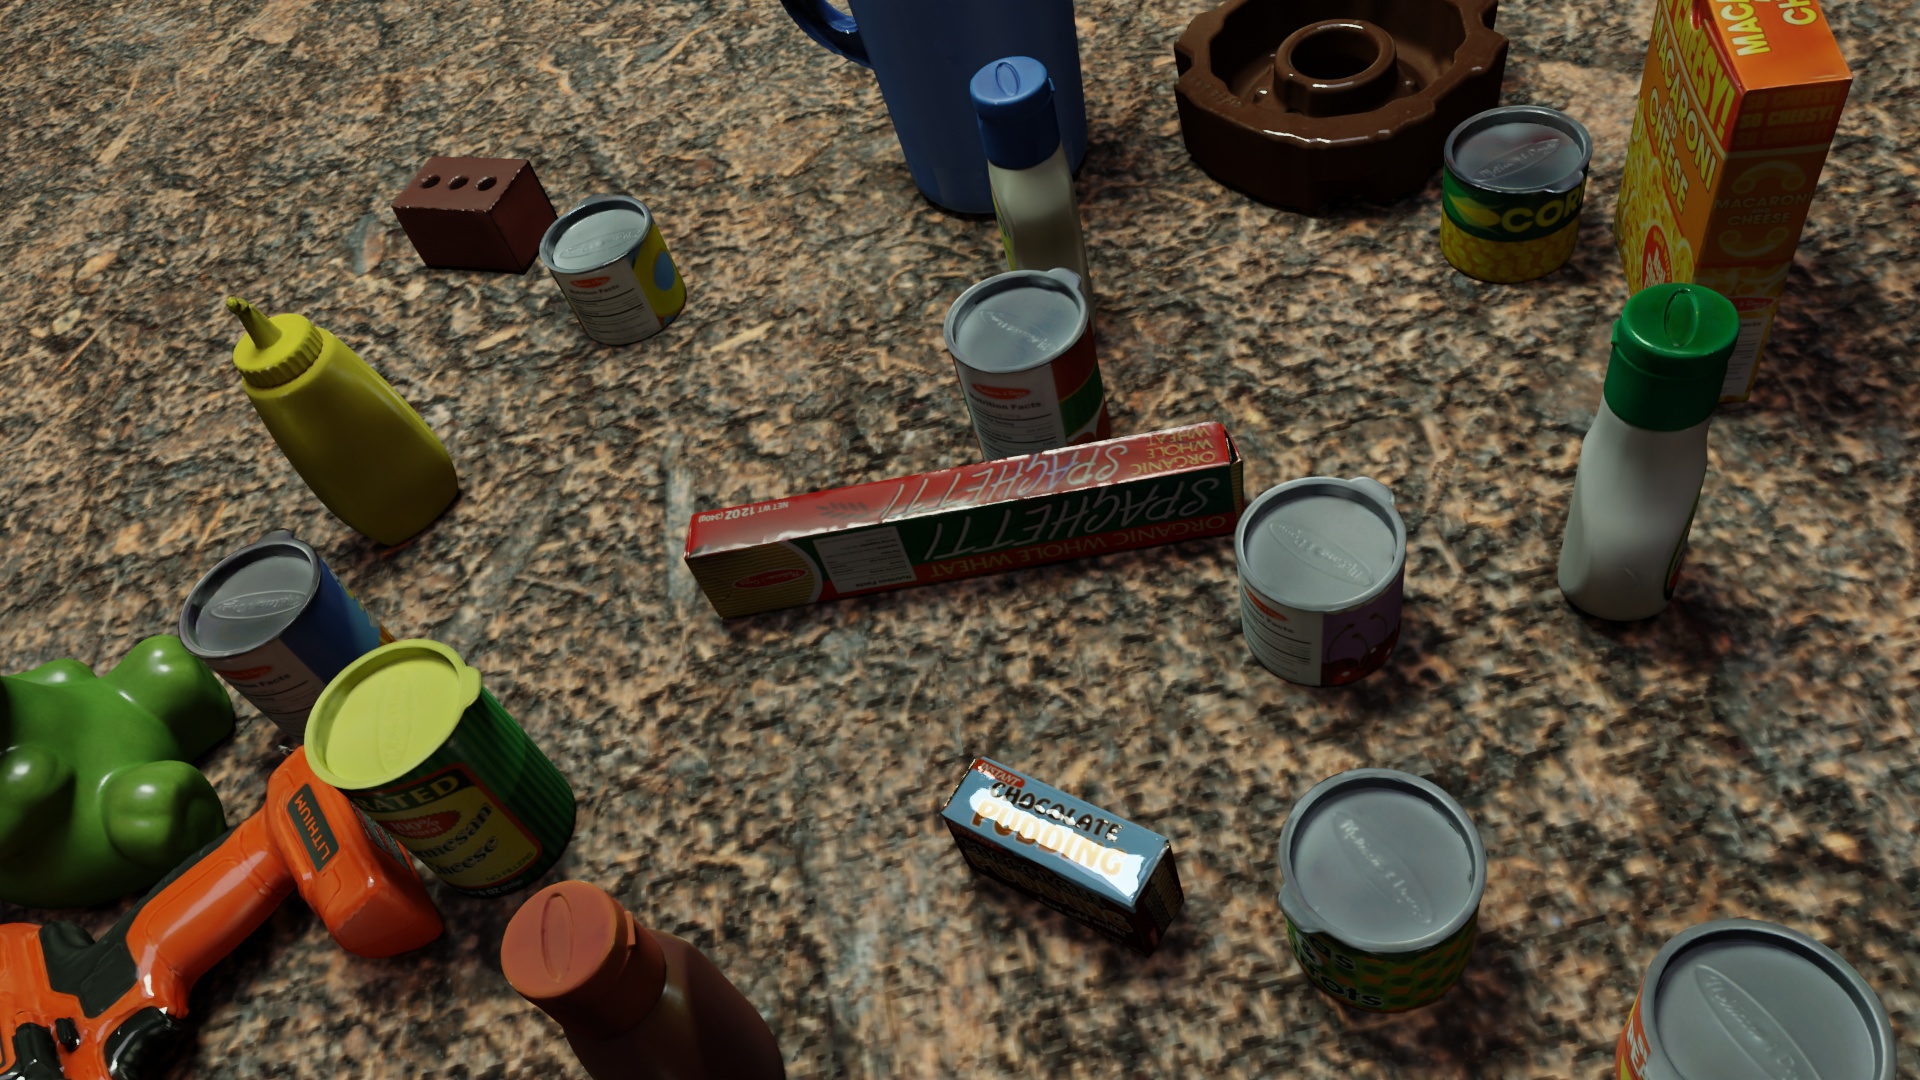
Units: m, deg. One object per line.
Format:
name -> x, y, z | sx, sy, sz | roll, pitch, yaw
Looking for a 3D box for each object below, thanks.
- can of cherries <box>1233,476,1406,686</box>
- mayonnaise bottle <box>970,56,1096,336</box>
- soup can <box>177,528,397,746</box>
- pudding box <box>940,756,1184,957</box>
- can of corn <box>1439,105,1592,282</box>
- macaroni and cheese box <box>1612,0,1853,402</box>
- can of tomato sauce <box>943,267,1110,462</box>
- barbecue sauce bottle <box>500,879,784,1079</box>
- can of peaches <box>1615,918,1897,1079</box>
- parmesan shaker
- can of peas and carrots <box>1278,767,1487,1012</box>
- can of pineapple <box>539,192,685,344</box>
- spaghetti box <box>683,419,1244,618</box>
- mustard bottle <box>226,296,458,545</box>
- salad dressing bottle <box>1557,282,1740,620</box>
can of cherries -> 0.149, 0.016, 0.566 | 0.071, 0.058, 0.072 | -8, 50, 9
mayonnaise bottle -> 0.037, -0.164, 0.683 | 0.041, 0.147, 0.065 | -15, 50, 3
soup can -> -0.306, 0.047, 0.648 | 0.071, 0.083, 0.072 | -8, 51, 9
pudding box -> 0.039, 0.117, 0.519 | 0.084, 0.049, 0.030 | 20, 60, 28
can of corn -> 0.272, -0.168, 0.681 | 0.071, 0.058, 0.071 | -8, 50, 9
macaroni and cheese box -> 0.318, -0.158, 0.590 | 0.040, 0.165, 0.124 | -3, 52, 14
can of tomato sauce -> 0.034, -0.076, 0.655 | 0.071, 0.082, 0.071 | -8, 51, 9
barbecue sauce bottle -> -0.101, 0.159, 0.459 | 0.044, 0.147, 0.065 | -18, 50, 1
can of peaches -> 0.238, 0.159, 0.425 | 0.071, 0.057, 0.071 | -8, 50, 9
parmesan shaker -> -0.206, 0.095, 0.569 | 0.071, 0.102, 0.072 | -8, 51, 10
can of peas and carrots -> 0.143, 0.123, 0.480 | 0.071, 0.058, 0.071 | -8, 50, 9
can of pineapple -> -0.198, -0.157, 0.801 | 0.071, 0.057, 0.071 | -8, 50, 9
spaghetti box -> 0.002, -0.008, 0.630 | 0.250, 0.050, 0.029 | -10, 50, 7
mustard bottle -> -0.313, -0.065, 0.691 | 0.049, 0.159, 0.065 | 32, 66, 33
salad dressing bottle -> 0.253, -0.029, 0.515 | 0.044, 0.147, 0.064 | 10, 55, 22
